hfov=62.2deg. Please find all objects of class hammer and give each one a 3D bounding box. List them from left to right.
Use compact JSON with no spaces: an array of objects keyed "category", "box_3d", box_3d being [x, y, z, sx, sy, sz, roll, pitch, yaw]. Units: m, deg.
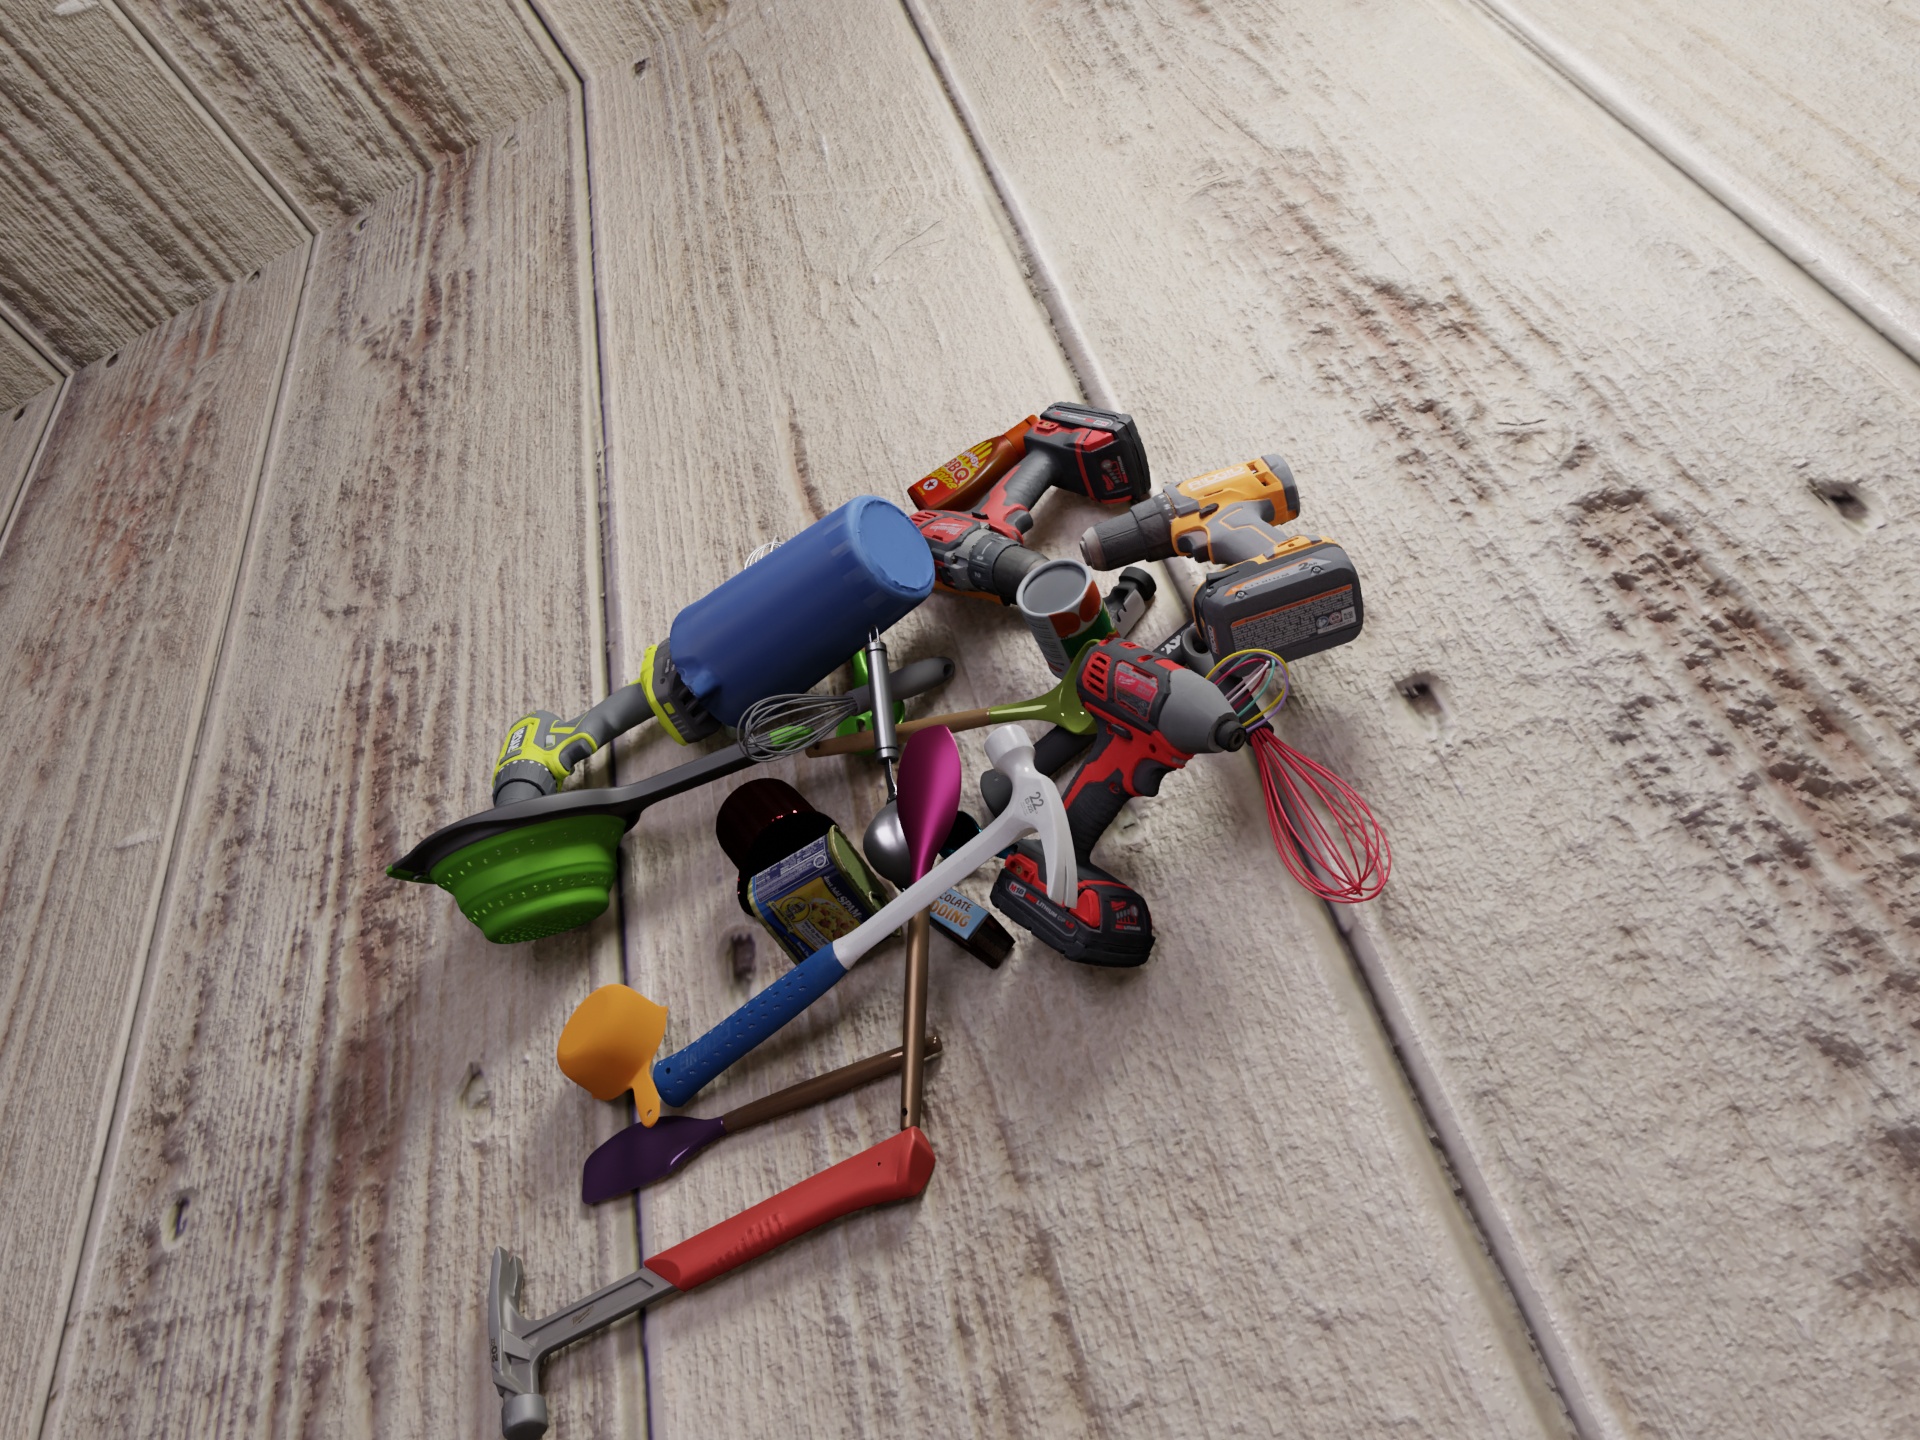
[{"category":"hammer","box_3d":[-0.184,0.380,1.155,0.359,0.036,0.149,-28,43,7]},{"category":"hammer","box_3d":[-0.081,0.176,1.197,0.405,0.035,0.144,-39,53,19]},{"category":"hammer","box_3d":[0.019,-0.121,1.485,0.337,0.034,0.127,21,64,42]},{"category":"hammer","box_3d":[0.153,-0.031,1.321,0.335,0.035,0.146,-39,42,-5]}]

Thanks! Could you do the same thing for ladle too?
[{"category":"ladle","box_3d":[-0.002,-0.004,1.329,0.320,0.062,0.078,-11,62,28]}]

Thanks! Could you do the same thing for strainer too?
[{"category":"strainer","box_3d":[-0.062,0.037,1.319,0.087,0.050,0.259,-42,49,55]}]

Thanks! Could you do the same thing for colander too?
[{"category":"colander","box_3d":[-0.301,0.111,1.403,0.397,0.204,0.094,-21,76,7]}]

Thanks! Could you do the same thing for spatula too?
[{"category":"spatula","box_3d":[-0.157,0.300,1.223,0.316,0.018,0.060,-23,41,13]}]

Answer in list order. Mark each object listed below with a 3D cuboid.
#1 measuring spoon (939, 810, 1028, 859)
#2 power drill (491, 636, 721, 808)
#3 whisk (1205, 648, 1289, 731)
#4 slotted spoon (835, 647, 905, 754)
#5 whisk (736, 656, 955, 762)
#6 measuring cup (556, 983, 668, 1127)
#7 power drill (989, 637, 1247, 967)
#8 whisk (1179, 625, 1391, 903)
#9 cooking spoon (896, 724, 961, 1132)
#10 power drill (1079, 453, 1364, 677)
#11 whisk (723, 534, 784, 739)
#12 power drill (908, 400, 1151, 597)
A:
[{"category":"measuring spoon","box_3d":[0.037,0.103,1.283,0.129,0.021,0.042,11,85,32]},{"category":"power drill","box_3d":[-0.345,0.018,1.521,0.228,0.080,0.191,-28,25,6]},{"category":"whisk","box_3d":[0.151,0.023,1.206,0.245,0.047,0.051,-42,45,30]},{"category":"slotted spoon","box_3d":[-0.097,-0.080,1.511,0.070,0.031,0.314,-23,46,11]},{"category":"whisk","box_3d":[-0.094,-0.018,1.379,0.239,0.055,0.055,-22,31,-39]},{"category":"measuring cup","box_3d":[-0.273,0.268,1.257,0.095,0.052,0.174,-50,24,-3]},{"category":"power drill","box_3d":[0.119,0.061,1.153,0.143,0.078,0.219,30,102,44]},{"category":"whisk","box_3d":[0.232,0.024,1.188,0.073,0.073,0.296,-30,46,4]},{"category":"cooking spoon","box_3d":[-0.032,0.151,1.210,0.069,0.017,0.319,-17,61,37]},{"category":"power drill","box_3d":[0.204,-0.126,1.275,0.185,0.084,0.226,-18,35,1]},{"category":"whisk","box_3d":[-0.202,-0.085,1.578,0.058,0.059,0.247,6,55,1]},{"category":"power drill","box_3d":[0.073,-0.191,1.446,0.227,0.080,0.188,-40,39,-23]}]
